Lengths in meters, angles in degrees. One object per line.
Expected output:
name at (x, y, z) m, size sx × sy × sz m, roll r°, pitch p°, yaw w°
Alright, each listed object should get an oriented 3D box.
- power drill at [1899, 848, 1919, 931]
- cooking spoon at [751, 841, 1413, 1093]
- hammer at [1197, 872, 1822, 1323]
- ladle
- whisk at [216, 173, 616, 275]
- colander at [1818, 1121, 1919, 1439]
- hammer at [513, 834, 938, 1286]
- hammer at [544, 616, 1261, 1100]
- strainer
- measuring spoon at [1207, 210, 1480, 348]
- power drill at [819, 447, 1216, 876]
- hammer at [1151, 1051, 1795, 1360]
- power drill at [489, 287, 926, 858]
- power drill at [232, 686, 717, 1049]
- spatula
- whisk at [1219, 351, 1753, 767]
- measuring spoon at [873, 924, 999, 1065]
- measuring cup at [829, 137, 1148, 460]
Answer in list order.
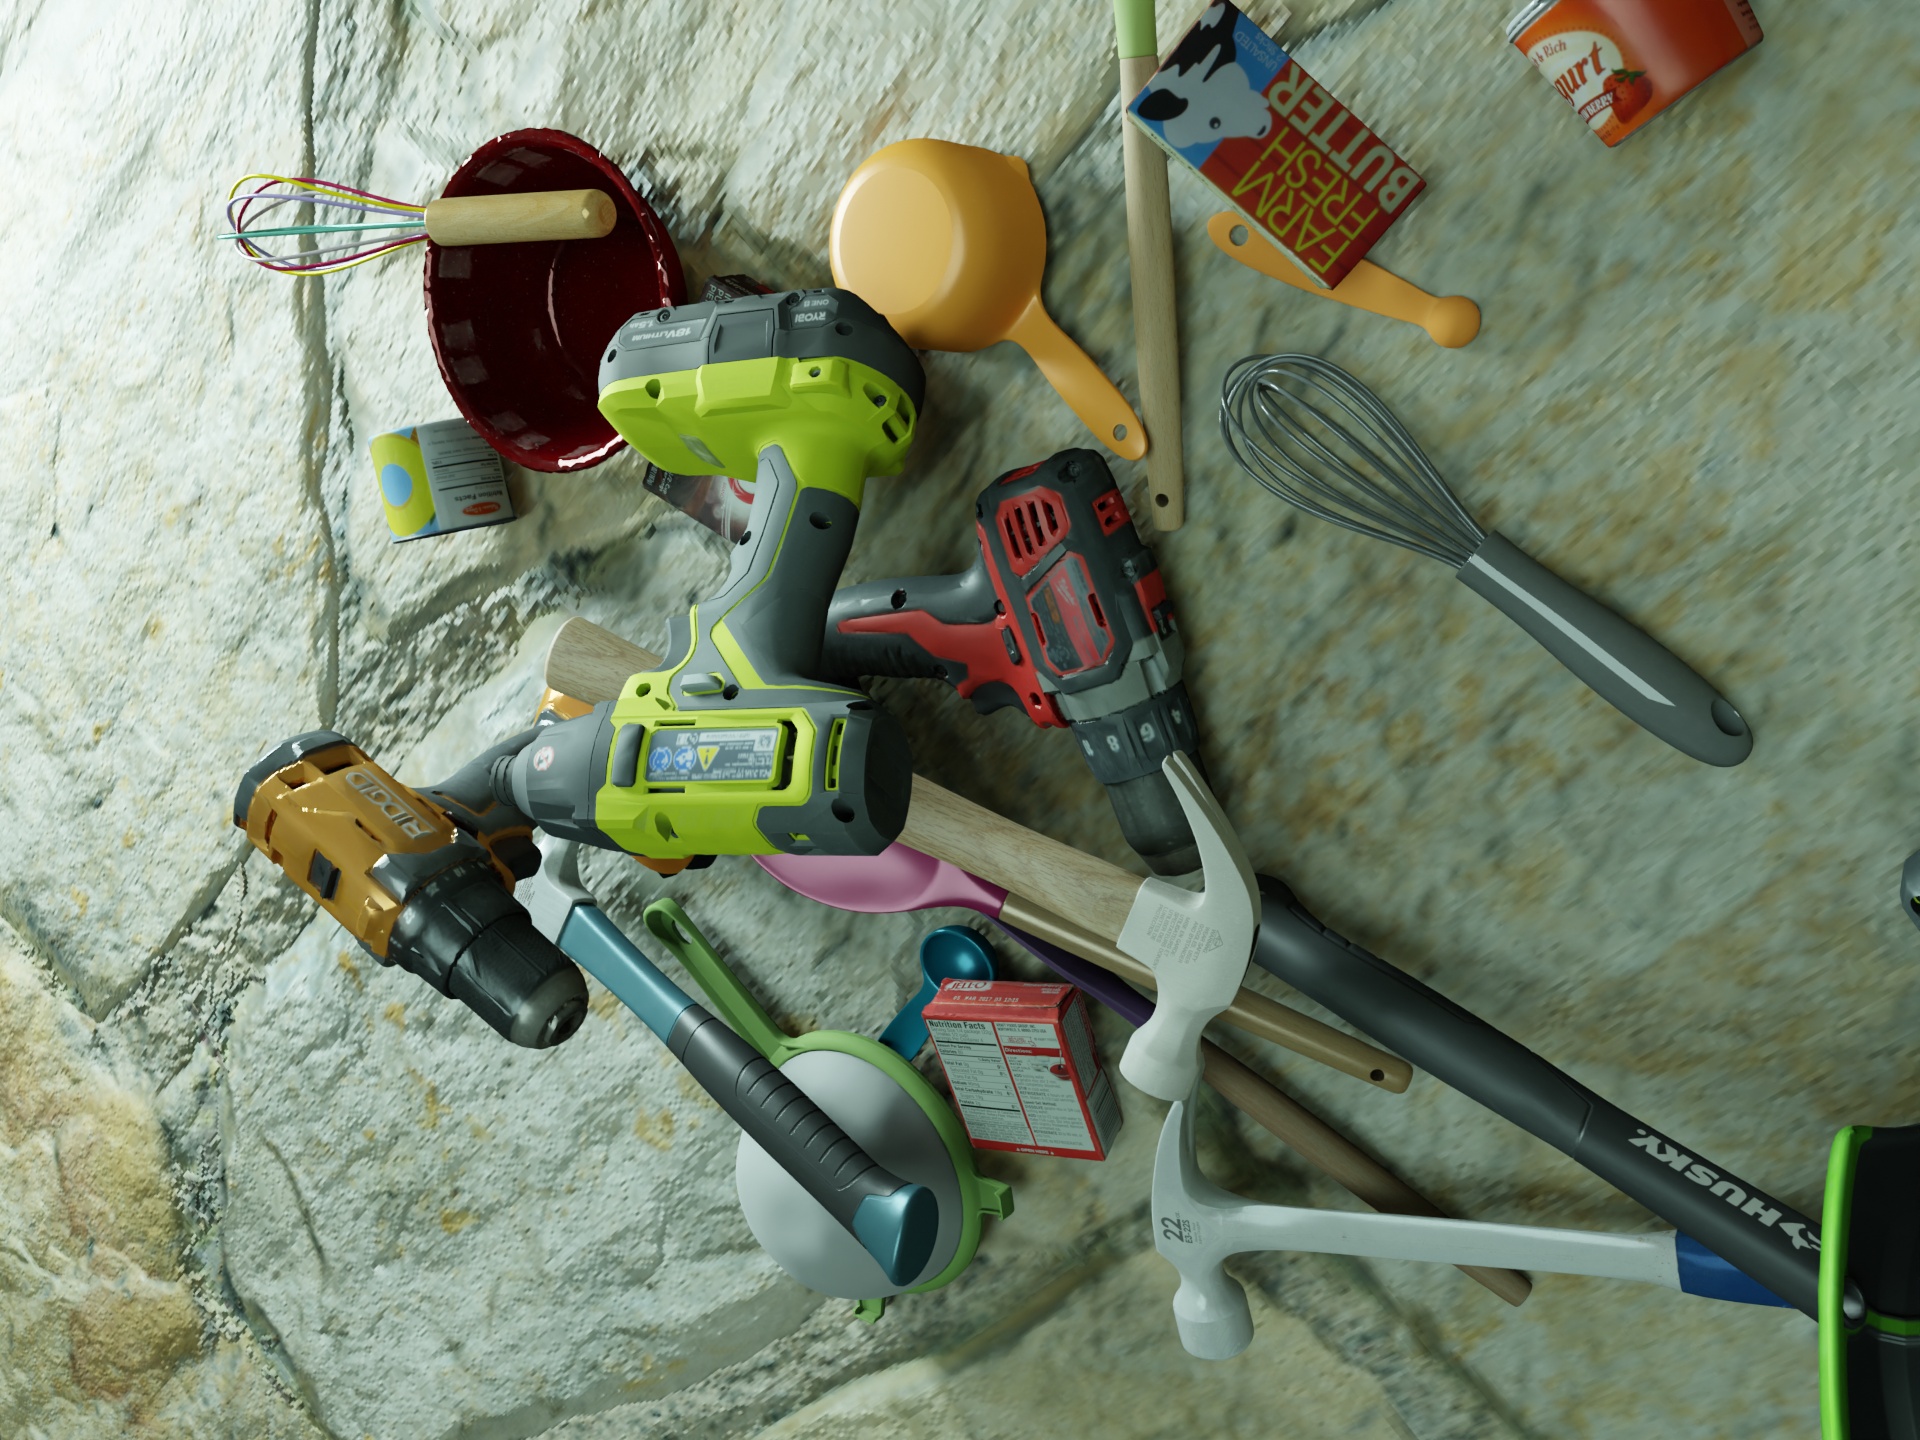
power drill at (0.439, 0.070, 0.469) m, size 0.229 × 0.080 × 0.190 m, roll 48°, pitch 123°, yaw 14°
cooking spoon at (0.043, 0.090, 0.690) m, size 0.319 × 0.017 × 0.068 m, roll 23°, pitch 106°, yaw 9°
hammer at (0.212, 0.142, 0.575) m, size 0.335 × 0.146 × 0.035 m, roll 31°, pitch 127°, yaw 43°
ladle at (0.077, -0.235, 0.631) m, size 0.078 × 0.062 × 0.320 m, roll 3°, pitch 112°, yaw 25°
whisk at (-0.268, -0.242, 0.765) m, size 0.245 × 0.051 × 0.047 m, roll 6°, pitch 101°, yaw 27°
colander at (0.415, 0.232, 0.430) m, size 0.397 × 0.205 × 0.094 m, roll 30°, pitch 146°, yaw -12°
hammer at (-0.131, 0.163, 0.809) m, size 0.331 × 0.033 × 0.128 m, roll 33°, pitch 103°, yaw 34°
hammer at (-0.031, 0.031, 0.672) m, size 0.331 × 0.031 × 0.130 m, roll 24°, pitch 104°, yaw 13°
strainer at (-0.100, 0.203, 0.832) m, size 0.256 × 0.069 × 0.151 m, roll 49°, pitch 128°, yaw 11°
measuring spoon at (0.146, -0.172, 0.616) m, size 0.117 × 0.011 × 0.021 m, roll 30°, pitch 117°, yaw 21°
power drill at (-0.001, -0.002, 0.718) m, size 0.227 × 0.080 × 0.188 m, roll -17°, pitch 100°, yaw 30°
hammer at (0.266, 0.204, 0.615) m, size 0.405 × 0.035 × 0.144 m, roll -4°, pitch 111°, yaw 27°
power drill at (-0.099, -0.055, 0.645) m, size 0.171 × 0.080 × 0.223 m, roll -1°, pitch 68°, yaw 20°
power drill at (-0.195, 0.056, 0.759) m, size 0.185 × 0.226 × 0.084 m, roll 36°, pitch 119°, yaw 18°
spatula at (0.115, 0.155, 0.712) m, size 0.316 × 0.059 × 0.018 m, roll 35°, pitch 97°, yaw 13°
whisk at (0.194, -0.061, 0.599) m, size 0.239 × 0.055 × 0.055 m, roll 40°, pitch 120°, yaw 12°
measuring spoon at (-0.015, 0.145, 0.806) m, size 0.042 × 0.021 × 0.128 m, roll 41°, pitch 130°, yaw 10°
measuring cup at (0.011, -0.170, 0.663) m, size 0.174 × 0.052 × 0.095 m, roll 52°, pitch 123°, yaw 18°
